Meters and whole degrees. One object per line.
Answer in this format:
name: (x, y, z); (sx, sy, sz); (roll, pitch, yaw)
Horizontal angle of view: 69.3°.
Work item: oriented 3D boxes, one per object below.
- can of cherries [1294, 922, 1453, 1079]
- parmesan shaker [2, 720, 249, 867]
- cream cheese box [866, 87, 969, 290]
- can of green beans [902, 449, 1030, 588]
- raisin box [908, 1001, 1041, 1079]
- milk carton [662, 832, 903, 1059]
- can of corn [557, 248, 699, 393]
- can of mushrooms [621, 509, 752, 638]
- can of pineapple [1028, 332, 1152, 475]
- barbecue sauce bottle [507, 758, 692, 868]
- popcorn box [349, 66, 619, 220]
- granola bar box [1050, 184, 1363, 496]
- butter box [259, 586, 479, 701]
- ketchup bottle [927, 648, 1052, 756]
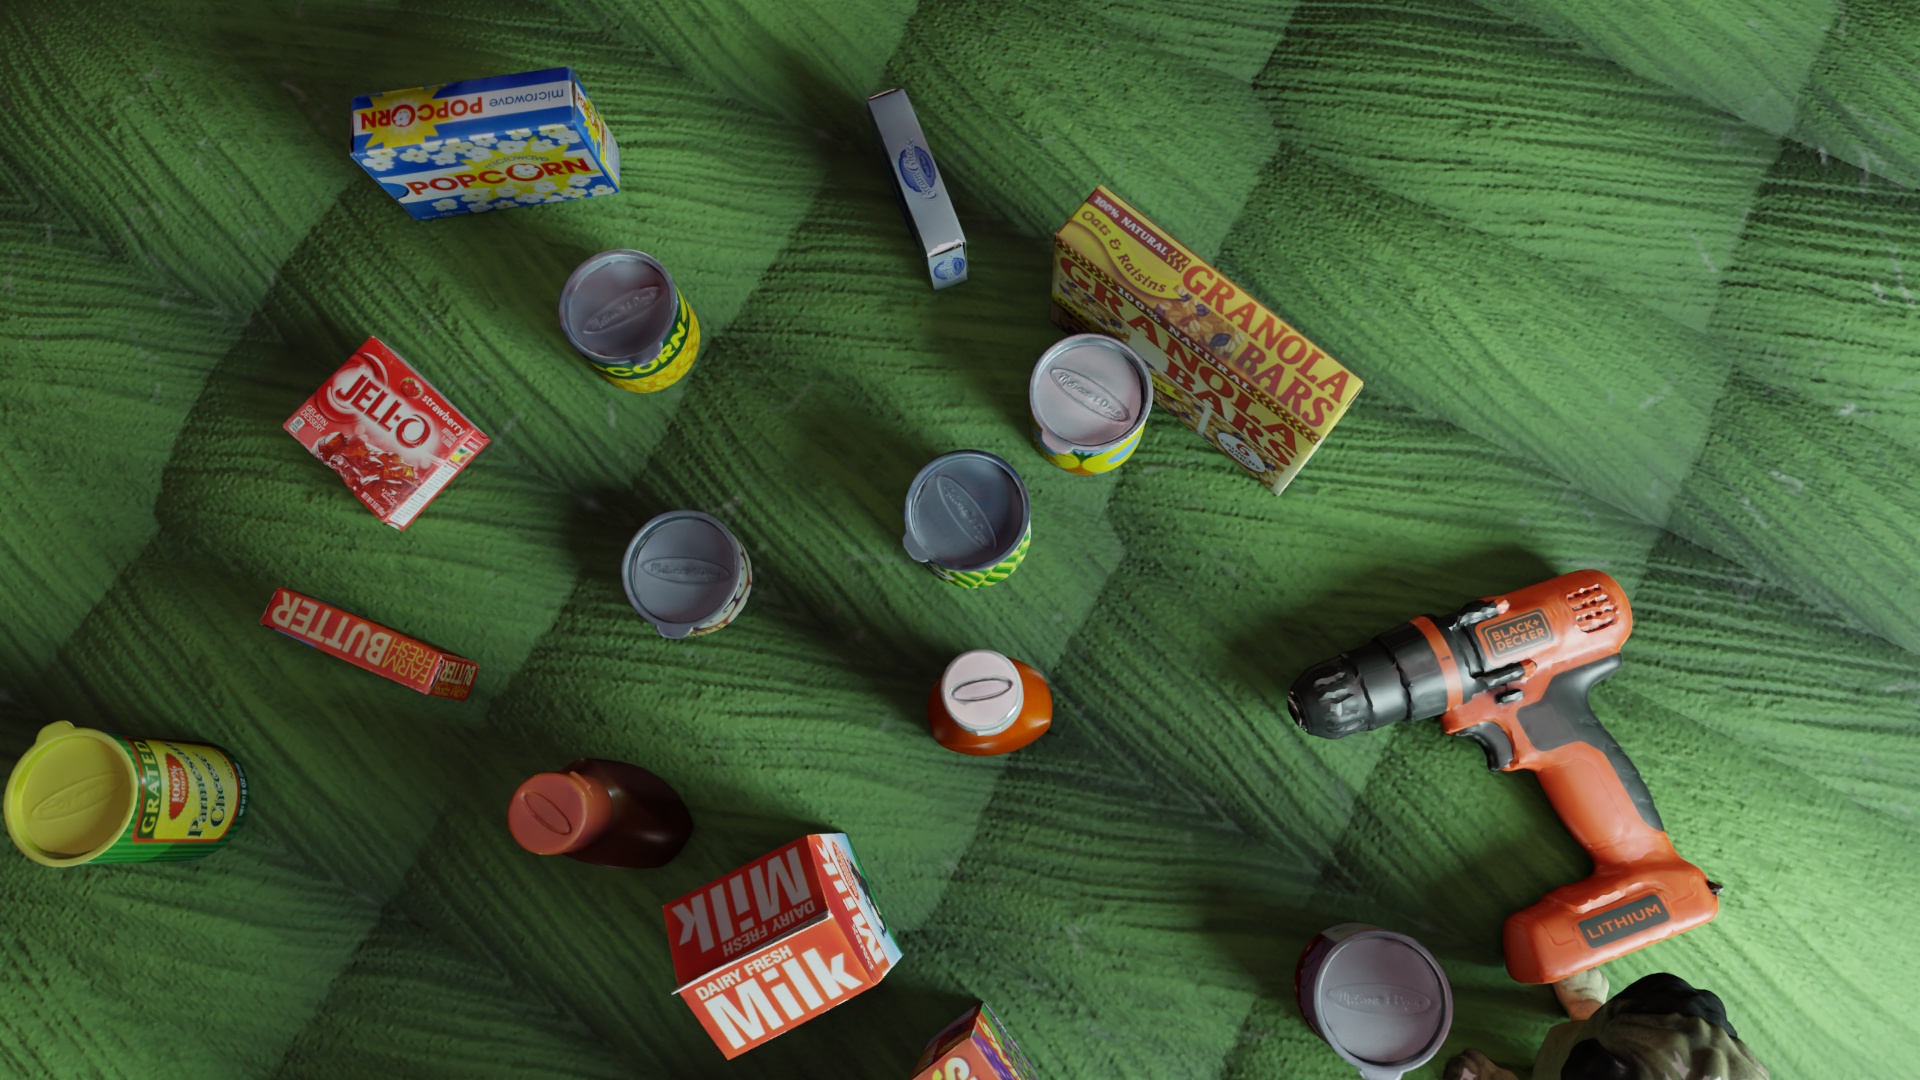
can of cherries: (0.202, 0.228, 0.690); (0.071, 0.058, 0.071); (-1, 78, 3)
parmesan shaker: (-0.428, 0.131, 0.720); (0.071, 0.103, 0.071); (-1, 78, 3)
cream cheese box: (-0.024, -0.200, 0.796); (0.024, 0.053, 0.104); (-21, 78, -1)
can of green beans: (0.005, -0.010, 0.751); (0.071, 0.057, 0.071); (-1, 78, 3)
raisin box: (0.017, 0.271, 0.657); (0.040, 0.123, 0.086); (-36, 79, -4)
milk carton: (-0.080, 0.184, 0.646); (0.072, 0.190, 0.073); (-26, 78, -2)
can of corn: (-0.184, -0.120, 0.784); (0.071, 0.058, 0.071); (-1, 78, 3)
can of mushrooms: (-0.150, 0.021, 0.765); (0.071, 0.033, 0.071); (-1, 78, 3)
can of pineapple: (0.068, -0.073, 0.761); (0.071, 0.057, 0.071); (-1, 78, 3)
barbecue sauce bottle: (-0.178, 0.134, 0.683); (0.065, 0.148, 0.044); (37, 83, 9)
popcorn box: (-0.269, -0.226, 0.797); (0.127, 0.085, 0.038); (-8, 78, 1)
granola bar box: (0.123, -0.102, 0.731); (0.166, 0.124, 0.039); (40, 83, 10)
butter box: (-0.319, 0.057, 0.756); (0.103, 0.053, 0.024); (21, 80, 7)
ketchup bottle: (0.013, 0.081, 0.685); (0.065, 0.148, 0.043); (-10, 78, 1)
